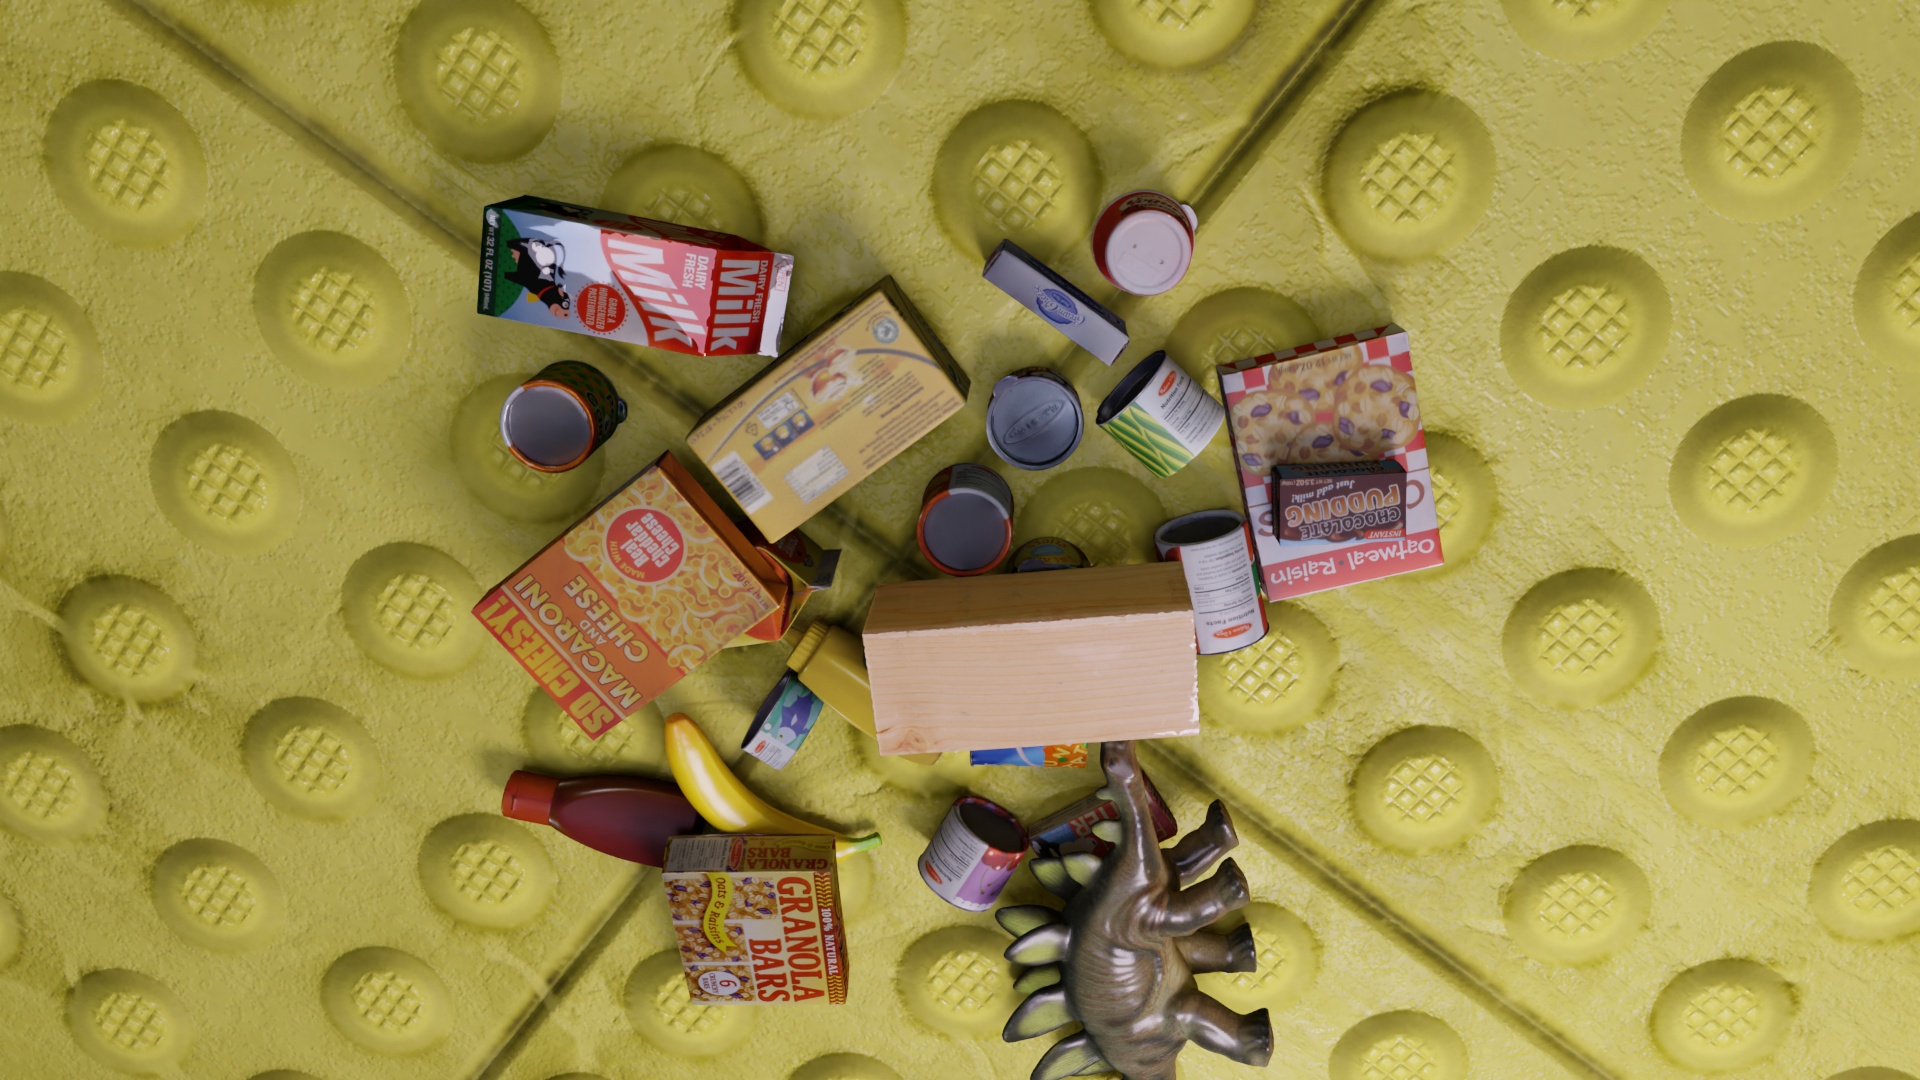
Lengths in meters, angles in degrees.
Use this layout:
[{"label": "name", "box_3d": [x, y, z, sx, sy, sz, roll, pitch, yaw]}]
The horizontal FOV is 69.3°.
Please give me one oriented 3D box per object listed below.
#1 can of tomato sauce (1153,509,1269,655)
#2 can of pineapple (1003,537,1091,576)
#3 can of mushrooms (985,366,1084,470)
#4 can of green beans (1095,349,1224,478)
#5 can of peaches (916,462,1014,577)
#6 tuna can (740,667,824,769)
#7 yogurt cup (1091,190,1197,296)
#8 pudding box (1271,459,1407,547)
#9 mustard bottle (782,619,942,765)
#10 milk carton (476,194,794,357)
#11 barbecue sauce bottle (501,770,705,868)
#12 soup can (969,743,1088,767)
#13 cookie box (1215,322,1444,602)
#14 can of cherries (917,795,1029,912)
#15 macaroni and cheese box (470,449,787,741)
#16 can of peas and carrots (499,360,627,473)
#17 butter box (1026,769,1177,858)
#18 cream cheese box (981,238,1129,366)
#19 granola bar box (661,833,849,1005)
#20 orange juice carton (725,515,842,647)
[{"label": "can of tomato sauce", "box_3d": [0.173, 0.028, 0.966, 0.071, 0.071, 0.082, -13, 108, 7]}, {"label": "can of pineapple", "box_3d": [0.062, 0.035, 0.976, 0.071, 0.058, 0.070, 1, 109, 2]}, {"label": "can of mushrooms", "box_3d": [0.049, -0.086, 0.948, 0.071, 0.033, 0.070, 1, 110, 3]}, {"label": "can of green beans", "box_3d": [0.134, -0.084, 0.928, 0.058, 0.071, 0.071, 41, 106, -12]}, {"label": "can of peaches", "box_3d": [0.003, -0.012, 0.963, 0.071, 0.058, 0.071, 1, 109, 2]}, {"label": "tuna can", "box_3d": [-0.128, 0.130, 1.016, 0.033, 0.071, 0.071, 33, 108, -10]}, {"label": "yogurt cup", "box_3d": [0.120, -0.189, 0.898, 0.072, 0.054, 0.072, 1, 110, 3]}, {"label": "pudding box", "box_3d": [0.250, -0.024, 0.918, 0.084, 0.030, 0.049, -3, 109, 4]}, {"label": "mustard bottle", "box_3d": [-0.075, 0.100, 1.004, 0.160, 0.065, 0.048, 33, 111, -4]}, {"label": "milk carton", "box_3d": [-0.208, -0.171, 0.910, 0.191, 0.074, 0.072, 11, 109, -2]}, {"label": "barbecue sauce bottle", "box_3d": [-0.271, 0.207, 1.059, 0.149, 0.044, 0.064, 12, 100, -1]}, {"label": "soup can", "box_3d": [0.049, 0.133, 1.007, 0.084, 0.071, 0.071, 2, 109, 2]}, {"label": "cookie box", "box_3d": [0.252, -0.051, 0.948, 0.123, 0.040, 0.167, -13, 107, 7]}, {"label": "can of cherries", "box_3d": [0.012, 0.235, 1.046, 0.071, 0.072, 0.058, 28, 107, -7]}, {"label": "macaroni and cheese box", "box_3d": [-0.219, 0.038, 0.923, 0.166, 0.040, 0.123, -36, 104, 14]}, {"label": "can of peas and carrots", "box_3d": [-0.271, -0.084, 0.951, 0.071, 0.059, 0.070, 1, 110, 3]}, {"label": "butter box", "box_3d": [0.107, 0.220, 1.056, 0.103, 0.024, 0.053, -29, 106, 12]}, {"label": "cream cheese box", "box_3d": [0.063, -0.158, 0.912, 0.104, 0.053, 0.024, 34, 110, -9]}, {"label": "granola bar box", "box_3d": [-0.152, 0.290, 1.058, 0.124, 0.039, 0.164, 0, 128, 1]}, {"label": "orange juice carton", "box_3d": [-0.181, 0.032, 0.979, 0.193, 0.072, 0.072, -8, 109, 6]}]
